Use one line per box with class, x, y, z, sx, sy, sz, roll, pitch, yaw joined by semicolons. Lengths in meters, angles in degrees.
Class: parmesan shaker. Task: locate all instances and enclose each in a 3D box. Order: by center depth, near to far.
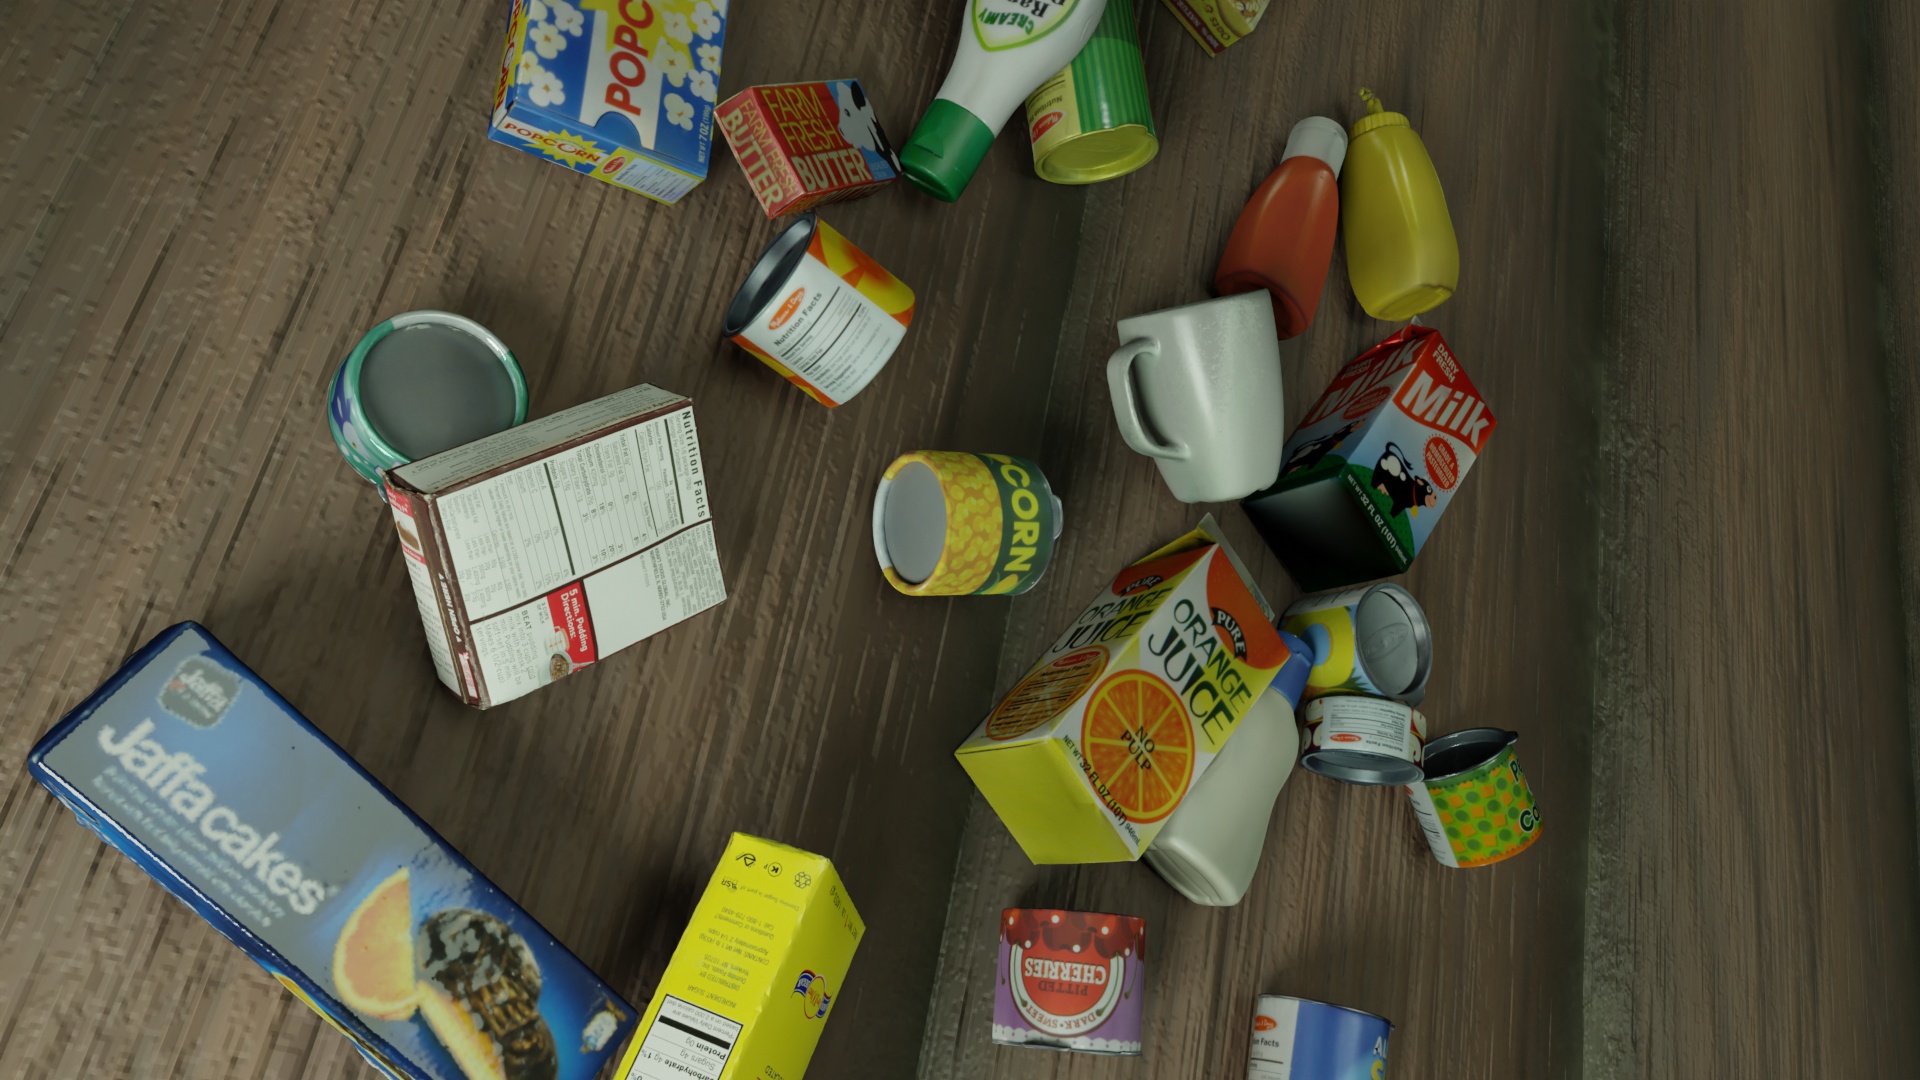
parmesan shaker;0.067;-0.252;0.740;0.071;0.071;0.103;-2;80;-37

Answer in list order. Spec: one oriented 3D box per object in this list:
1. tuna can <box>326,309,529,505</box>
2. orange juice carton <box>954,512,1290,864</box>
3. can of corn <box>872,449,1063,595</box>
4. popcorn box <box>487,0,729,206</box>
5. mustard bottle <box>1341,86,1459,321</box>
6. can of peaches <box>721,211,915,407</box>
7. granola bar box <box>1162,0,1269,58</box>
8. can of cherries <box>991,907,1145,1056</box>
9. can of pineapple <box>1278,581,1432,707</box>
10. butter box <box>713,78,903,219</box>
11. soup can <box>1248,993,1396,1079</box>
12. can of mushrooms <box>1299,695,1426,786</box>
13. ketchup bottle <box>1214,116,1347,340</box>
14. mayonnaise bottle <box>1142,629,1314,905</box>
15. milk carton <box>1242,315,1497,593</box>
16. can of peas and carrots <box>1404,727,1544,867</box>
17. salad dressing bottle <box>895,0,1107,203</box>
tuna can;-0.199;-0.049;0.519;0.071;0.032;0.071;10;72;-34
orange juice carton;0.092;0.066;0.678;0.194;0.073;0.071;-43;105;-36
can of corn;0.002;-0.008;0.632;0.058;0.071;0.071;1;78;-35
popcorn box;-0.147;-0.219;0.596;0.085;0.038;0.127;15;70;-34
mustard bottle;0.277;-0.223;0.894;0.049;0.065;0.160;6;71;-31
can of peaches;-0.062;-0.102;0.613;0.058;0.071;0.071;35;61;-25
granola bar box;0.134;-0.399;0.848;0.165;0.039;0.125;41;58;-22
can of cherries;0.049;0.195;0.615;0.071;0.071;0.058;17;69;-32
can of pineapple;0.222;0.062;0.784;0.071;0.057;0.071;10;73;-34
butter box;-0.067;-0.180;0.631;0.053;0.024;0.104;62;29;-7
soup can;0.179;0.276;0.691;0.071;0.071;0.084;26;65;-29
can of mushrooms;0.222;0.112;0.768;0.071;0.071;0.033;24;65;-30
ketchup bottle;0.201;-0.195;0.842;0.064;0.043;0.149;38;59;-24
mayonnaise bottle;0.144;0.113;0.725;0.064;0.041;0.149;46;55;-20
milk carton;0.254;-0.059;0.828;0.072;0.073;0.191;53;54;-13
can of peas and carrots;0.301;0.149;0.812;0.071;0.071;0.058;-28;96;-37
salad dressing bottle;0.020;-0.239;0.689;0.064;0.044;0.147;30;87;17
